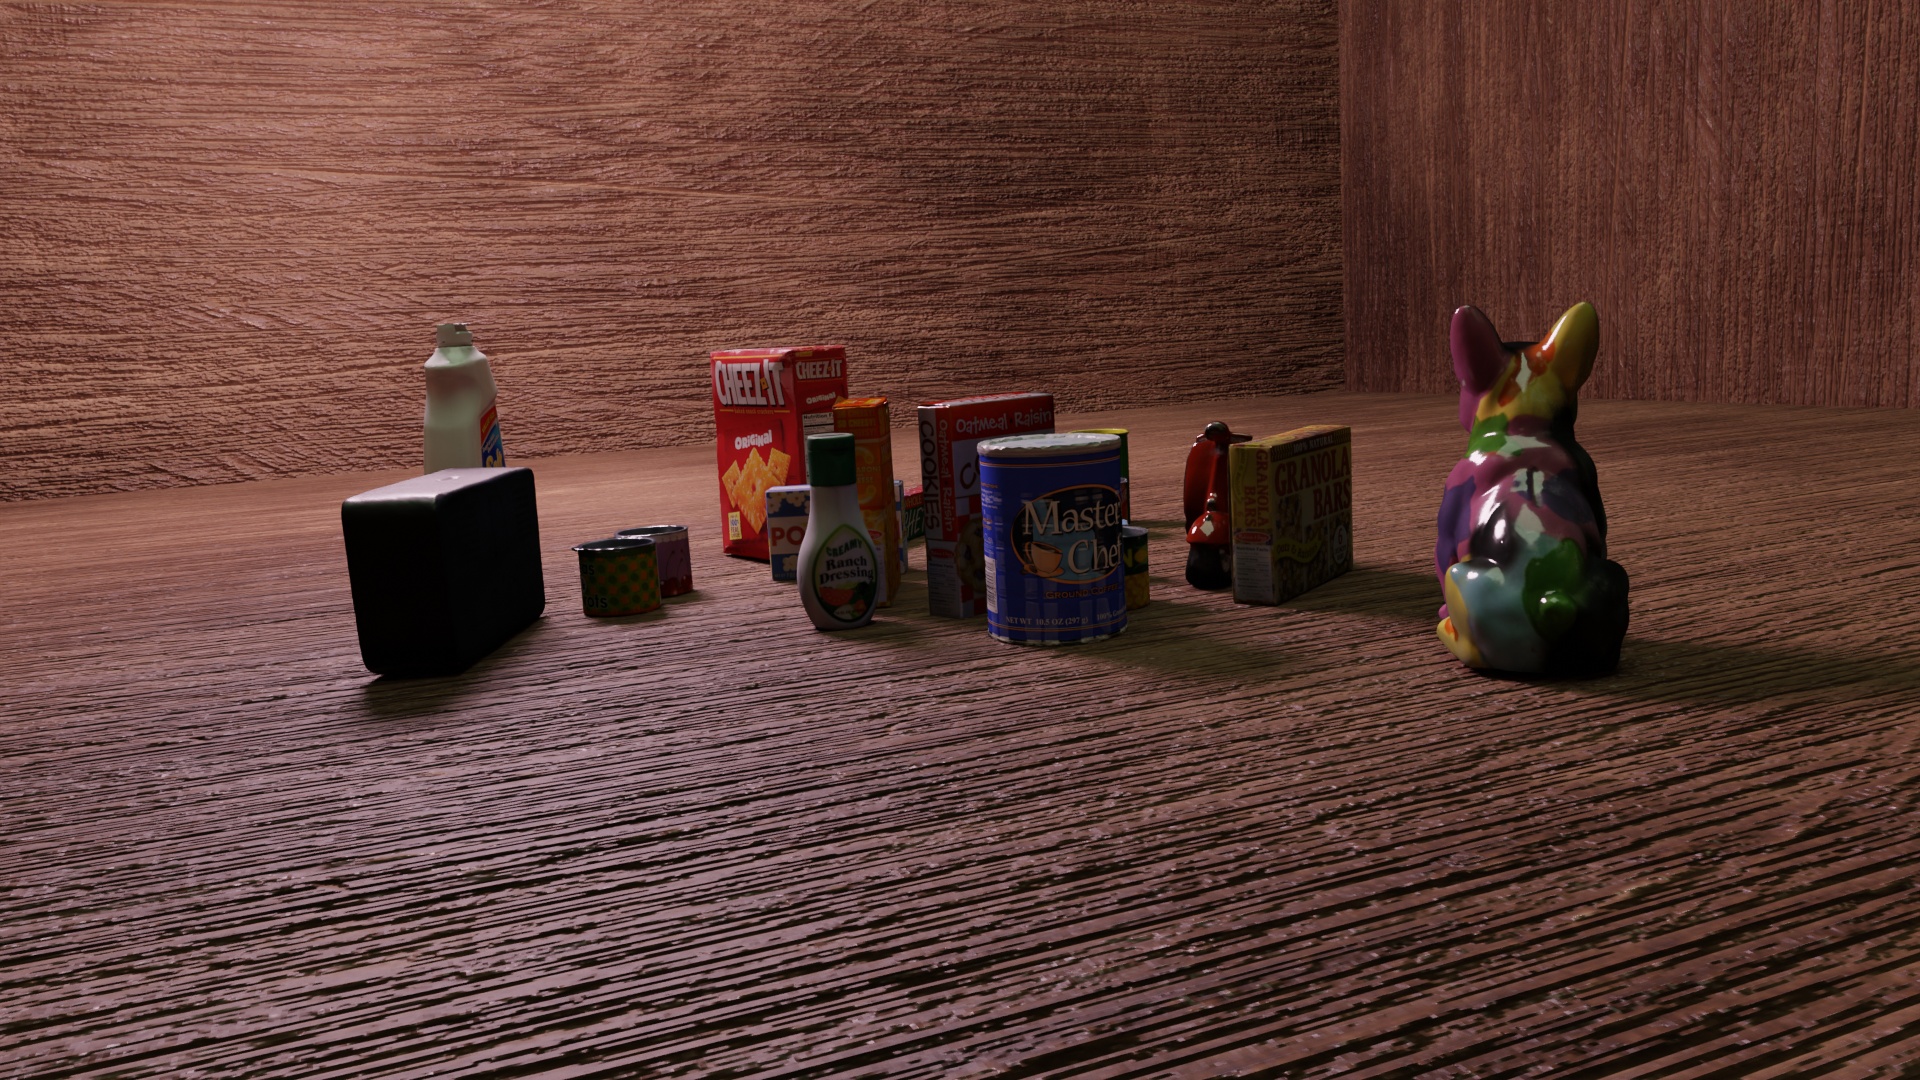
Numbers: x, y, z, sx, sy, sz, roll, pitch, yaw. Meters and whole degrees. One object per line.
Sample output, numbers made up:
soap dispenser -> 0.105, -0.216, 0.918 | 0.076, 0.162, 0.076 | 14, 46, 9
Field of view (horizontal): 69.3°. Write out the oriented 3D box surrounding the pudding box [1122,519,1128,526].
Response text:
pudding box -> 0.106, 0.009, 1.208 | 0.084, 0.049, 0.030 | -3, 8, 2

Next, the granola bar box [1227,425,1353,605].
granola bar box -> 0.268, -0.024, 1.119 | 0.039, 0.124, 0.166 | 3, 10, 36

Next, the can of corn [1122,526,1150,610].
can of corn -> 0.115, 0.022, 1.090 | 0.071, 0.058, 0.071 | -3, 8, 1

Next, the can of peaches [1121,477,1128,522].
can of peaches -> 0.143, -0.034, 1.449 | 0.071, 0.058, 0.071 | -3, 8, 1

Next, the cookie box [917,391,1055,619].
cookie box -> 0.025, -0.032, 1.114 | 0.040, 0.167, 0.123 | 4, 11, 44

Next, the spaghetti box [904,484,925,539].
spaghetti box -> -0.050, -0.032, 1.532 | 0.028, 0.050, 0.251 | 0, 9, 23

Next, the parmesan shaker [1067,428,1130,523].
parmesan shaker -> 0.154, -0.068, 1.520 | 0.071, 0.103, 0.071 | -3, 8, 1

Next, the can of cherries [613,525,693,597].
can of cherries -> -0.279, 0.019, 1.252 | 0.071, 0.058, 0.071 | -3, 8, 1

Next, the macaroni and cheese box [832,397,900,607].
macaroni and cheese box -> -0.077, -0.035, 1.179 | 0.040, 0.166, 0.124 | -3, 8, 2

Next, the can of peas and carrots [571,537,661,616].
can of peas and carrots -> -0.292, 0.031, 1.180 | 0.071, 0.058, 0.071 | -3, 8, 1

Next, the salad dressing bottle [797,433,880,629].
salad dressing bottle -> -0.096, -0.008, 1.065 | 0.064, 0.147, 0.044 | -7, 9, -24

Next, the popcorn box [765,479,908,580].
popcorn box -> -0.115, -0.010, 1.295 | 0.127, 0.085, 0.038 | -3, 8, 1
